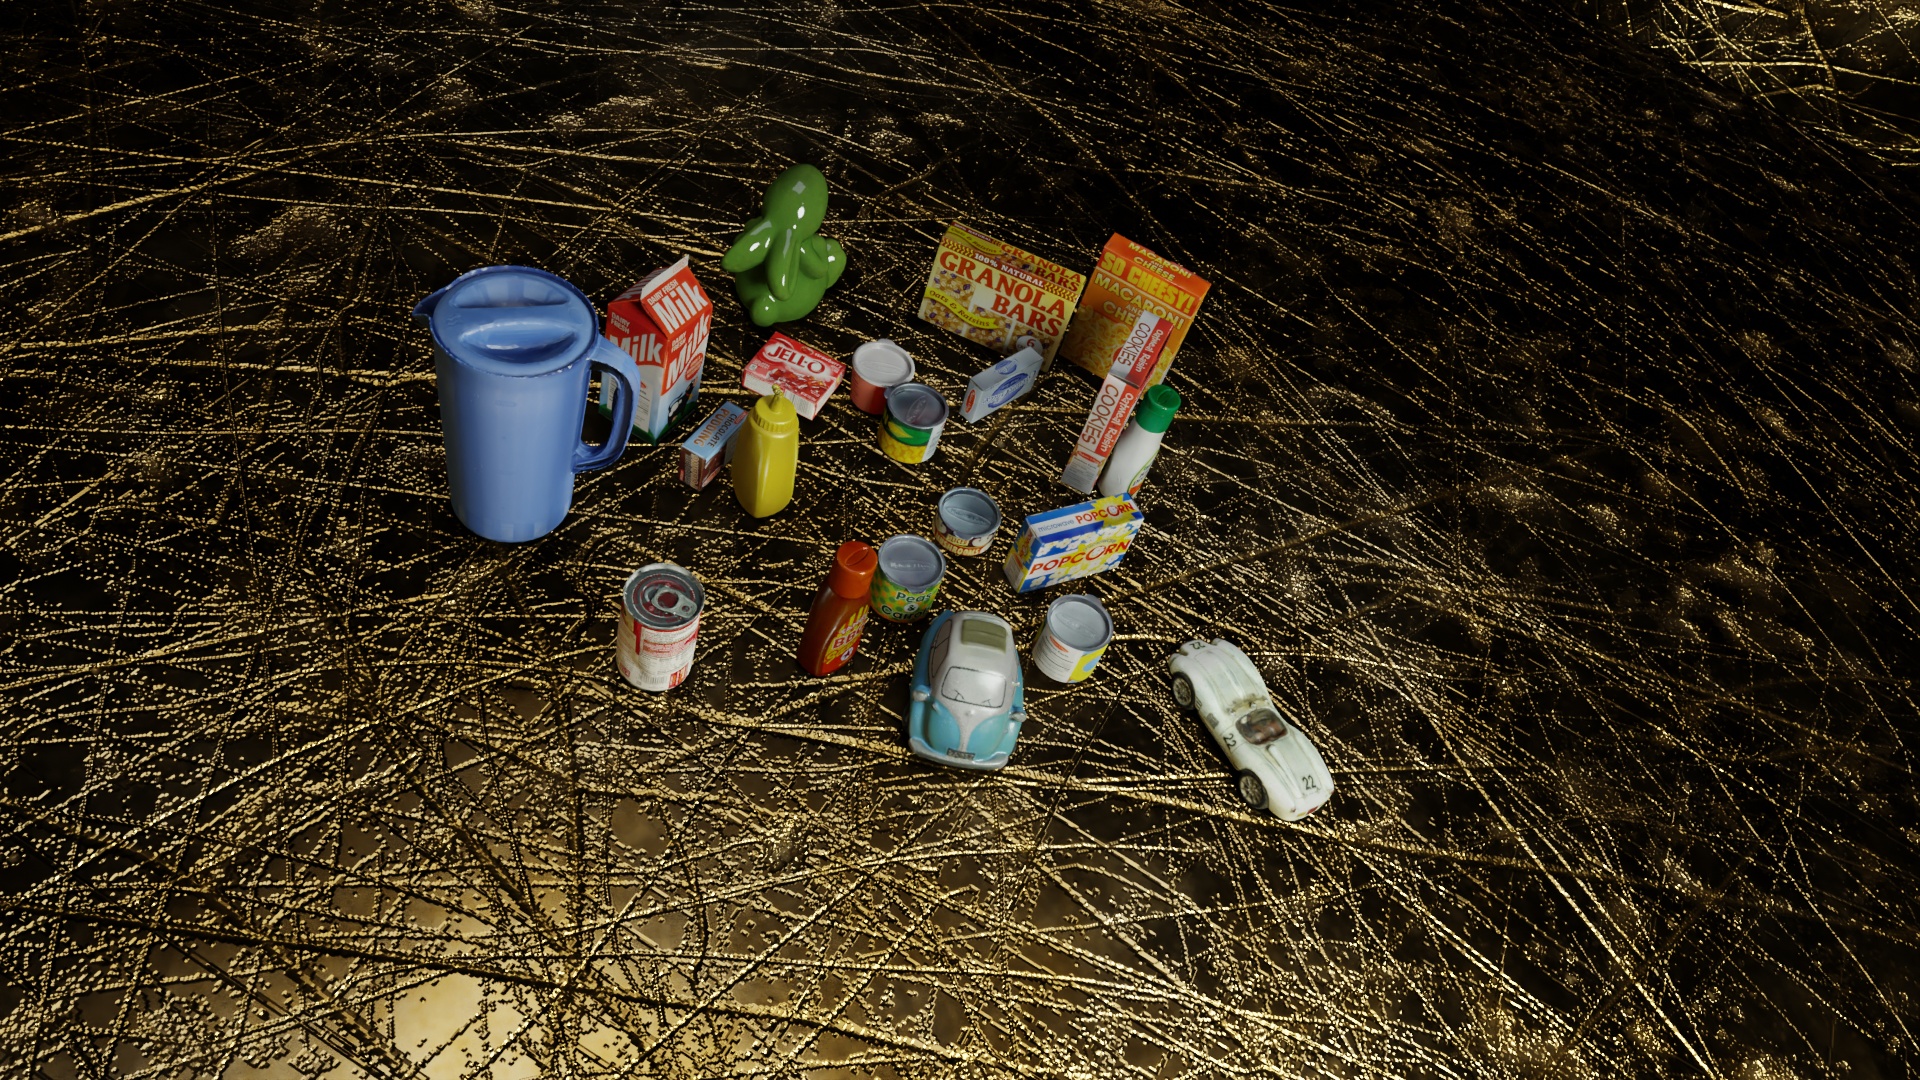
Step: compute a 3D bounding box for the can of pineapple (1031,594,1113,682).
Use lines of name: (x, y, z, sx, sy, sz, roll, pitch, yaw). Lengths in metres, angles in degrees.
can of pineapple: (0.108, 0.094, 1.337, 0.071, 0.057, 0.071, 9, 49, -11)

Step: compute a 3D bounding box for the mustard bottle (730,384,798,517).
mustard bottle: (-0.183, -0.091, 1.327, 0.049, 0.159, 0.065, -21, 60, -31)

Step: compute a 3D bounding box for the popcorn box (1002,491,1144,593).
popcorn box: (0.113, 0.002, 1.397, 0.127, 0.084, 0.038, -14, 57, -28)

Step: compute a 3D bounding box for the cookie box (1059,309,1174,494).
cookie box: (0.167, -0.147, 1.486, 0.040, 0.166, 0.123, 27, 48, 5)

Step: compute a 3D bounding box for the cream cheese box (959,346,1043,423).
cream cheese box: (0.045, -0.173, 1.543, 0.024, 0.053, 0.104, 43, 52, 18)

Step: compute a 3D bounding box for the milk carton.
milk carton: (-0.296, -0.190, 1.353, 0.073, 0.189, 0.073, 31, 49, 8)

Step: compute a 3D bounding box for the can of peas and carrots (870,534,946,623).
can of peas and carrots: (-0.052, 0.039, 1.330, 0.071, 0.058, 0.071, 9, 49, -11)

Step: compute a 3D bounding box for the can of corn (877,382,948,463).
can of corn: (-0.053, -0.125, 1.467, 0.071, 0.058, 0.071, 9, 49, -11)

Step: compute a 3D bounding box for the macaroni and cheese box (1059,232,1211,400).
macaroni and cheese box: (0.196, -0.253, 1.585, 0.124, 0.165, 0.040, 30, 49, 7)

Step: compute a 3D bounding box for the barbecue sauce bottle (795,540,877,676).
barbecue sauce bottle: (-0.106, 0.059, 1.235, 0.044, 0.147, 0.065, 40, 51, 16)

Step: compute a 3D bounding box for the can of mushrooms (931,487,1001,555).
can of mushrooms: (0.005, -0.018, 1.413, 0.071, 0.033, 0.071, 9, 49, -11)

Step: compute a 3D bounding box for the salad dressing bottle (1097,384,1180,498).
salad dressing bottle: (0.189, -0.101, 1.468, 0.044, 0.146, 0.064, 35, 49, 11)

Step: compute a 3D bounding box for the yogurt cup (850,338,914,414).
yogurt cup: (-0.088, -0.173, 1.499, 0.072, 0.053, 0.073, 9, 49, -11)

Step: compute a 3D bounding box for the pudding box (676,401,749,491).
pudding box: (-0.245, -0.095, 1.383, 0.030, 0.049, 0.084, 30, 48, 7)

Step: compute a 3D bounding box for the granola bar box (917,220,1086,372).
granola bar box: (0.046, -0.277, 1.584, 0.165, 0.123, 0.039, 24, 48, 2)
